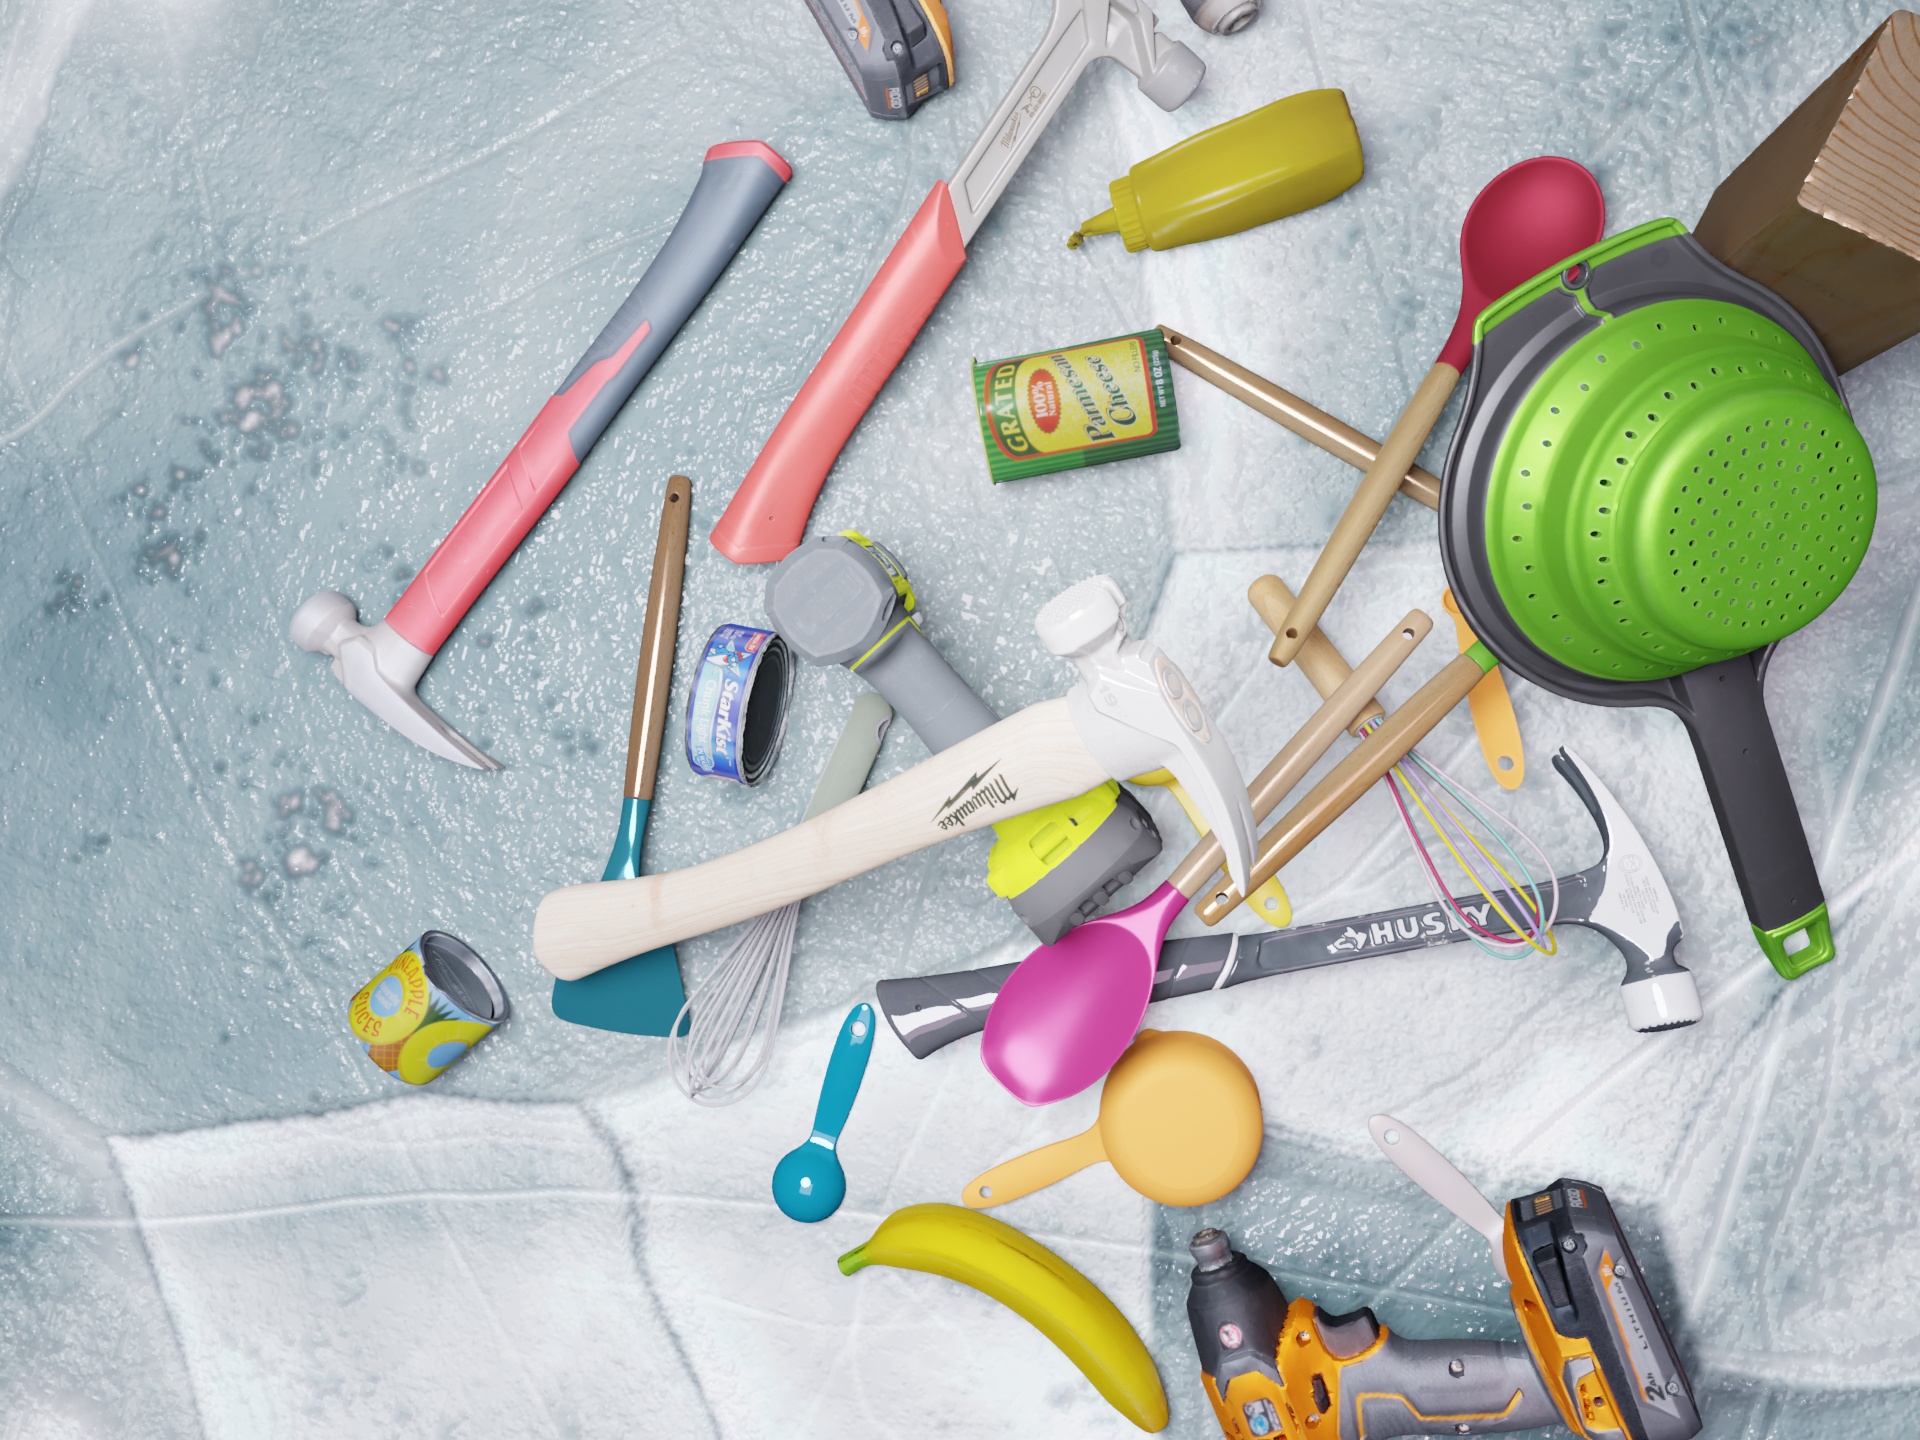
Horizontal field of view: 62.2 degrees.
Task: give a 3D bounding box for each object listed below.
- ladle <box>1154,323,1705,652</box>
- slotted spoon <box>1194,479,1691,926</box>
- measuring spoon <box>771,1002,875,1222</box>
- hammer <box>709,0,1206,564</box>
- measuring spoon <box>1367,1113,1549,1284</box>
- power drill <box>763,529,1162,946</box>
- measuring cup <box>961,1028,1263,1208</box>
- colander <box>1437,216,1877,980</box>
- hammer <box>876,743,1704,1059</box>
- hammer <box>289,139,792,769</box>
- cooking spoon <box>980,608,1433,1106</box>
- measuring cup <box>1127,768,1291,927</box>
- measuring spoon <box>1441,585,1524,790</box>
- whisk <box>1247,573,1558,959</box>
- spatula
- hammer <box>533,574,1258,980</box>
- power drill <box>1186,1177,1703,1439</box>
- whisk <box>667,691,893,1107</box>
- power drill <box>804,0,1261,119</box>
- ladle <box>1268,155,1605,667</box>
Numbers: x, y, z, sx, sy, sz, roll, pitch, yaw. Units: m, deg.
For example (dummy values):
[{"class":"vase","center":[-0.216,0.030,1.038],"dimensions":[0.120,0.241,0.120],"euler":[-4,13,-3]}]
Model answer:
[{"class":"ladle","center":[0.239,-0.131,0.835],"dimensions":[0.320,0.062,0.078],"euler":[32,79,9]},{"class":"slotted spoon","center":[0.233,-0.008,0.777],"dimensions":[0.314,0.031,0.070],"euler":[-43,72,0]},{"class":"measuring spoon","center":[-0.073,0.219,0.881],"dimensions":[0.042,0.021,0.128],"euler":[18,92,7]},{"class":"hammer","center":[-0.033,-0.239,0.842],"dimensions":[0.149,0.037,0.359],"euler":[32,104,-19]},{"class":"measuring spoon","center":[0.265,0.254,0.841],"dimensions":[0.124,0.018,0.034],"euler":[41,94,6]},{"class":"power drill","center":[-0.001,-0.003,0.814],"dimensions":[0.080,0.171,0.223],"euler":[-41,93,6]},{"class":"measuring cup","center":[0.078,0.229,0.847],"dimensions":[0.173,0.052,0.095],"euler":[-23,86,4]},{"class":"colander","center":[0.361,-0.026,0.728],"dimensions":[0.204,0.095,0.396],"euler":[-28,110,-1]},{"class":"hammer","center":[0.157,0.116,0.826],"dimensions":[0.409,0.036,0.149],"euler":[-10,72,5]},{"class":"hammer","center":[-0.211,-0.156,0.899],"dimensions":[0.143,0.038,0.386],"euler":[38,93,5]},{"class":"cooking spoon","center":[0.127,0.066,0.801],"dimensions":[0.069,0.017,0.319],"euler":[42,92,15]},{"class":"measuring cup","center":[0.130,0.048,0.856],"dimensions":[0.062,0.029,0.156],"euler":[-36,86,5]},{"class":"measuring spoon","center":[0.274,-0.018,0.834],"dimensions":[0.021,0.011,0.117],"euler":[-11,70,6]},{"class":"whisk","center":[0.223,0.020,0.813],"dimensions":[0.047,0.051,0.245],"euler":[-17,61,-29]},{"class":"spatula","center":[-0.177,0.019,0.900],"dimensions":[0.082,0.044,0.317],"euler":[6,85,9]},{"class":"hammer","center":[-0.059,0.069,0.761],"dimensions":[0.410,0.038,0.146],"euler":[-23,109,34]},{"class":"power drill","center":[0.230,0.312,0.805],"dimensions":[0.226,0.084,0.164],"euler":[-24,86,17]},{"class":"whisk","center":[-0.096,0.097,0.876],"dimensions":[0.059,0.057,0.246],"euler":[23,87,15]},{"class":"power drill","center":[0.036,-0.414,0.856],"dimensions":[0.226,0.084,0.185],"euler":[-30,87,1]},{"class":"ladle","center":[0.239,-0.159,0.816],"dimensions":[0.069,0.031,0.315],"euler":[29,78,18]}]
